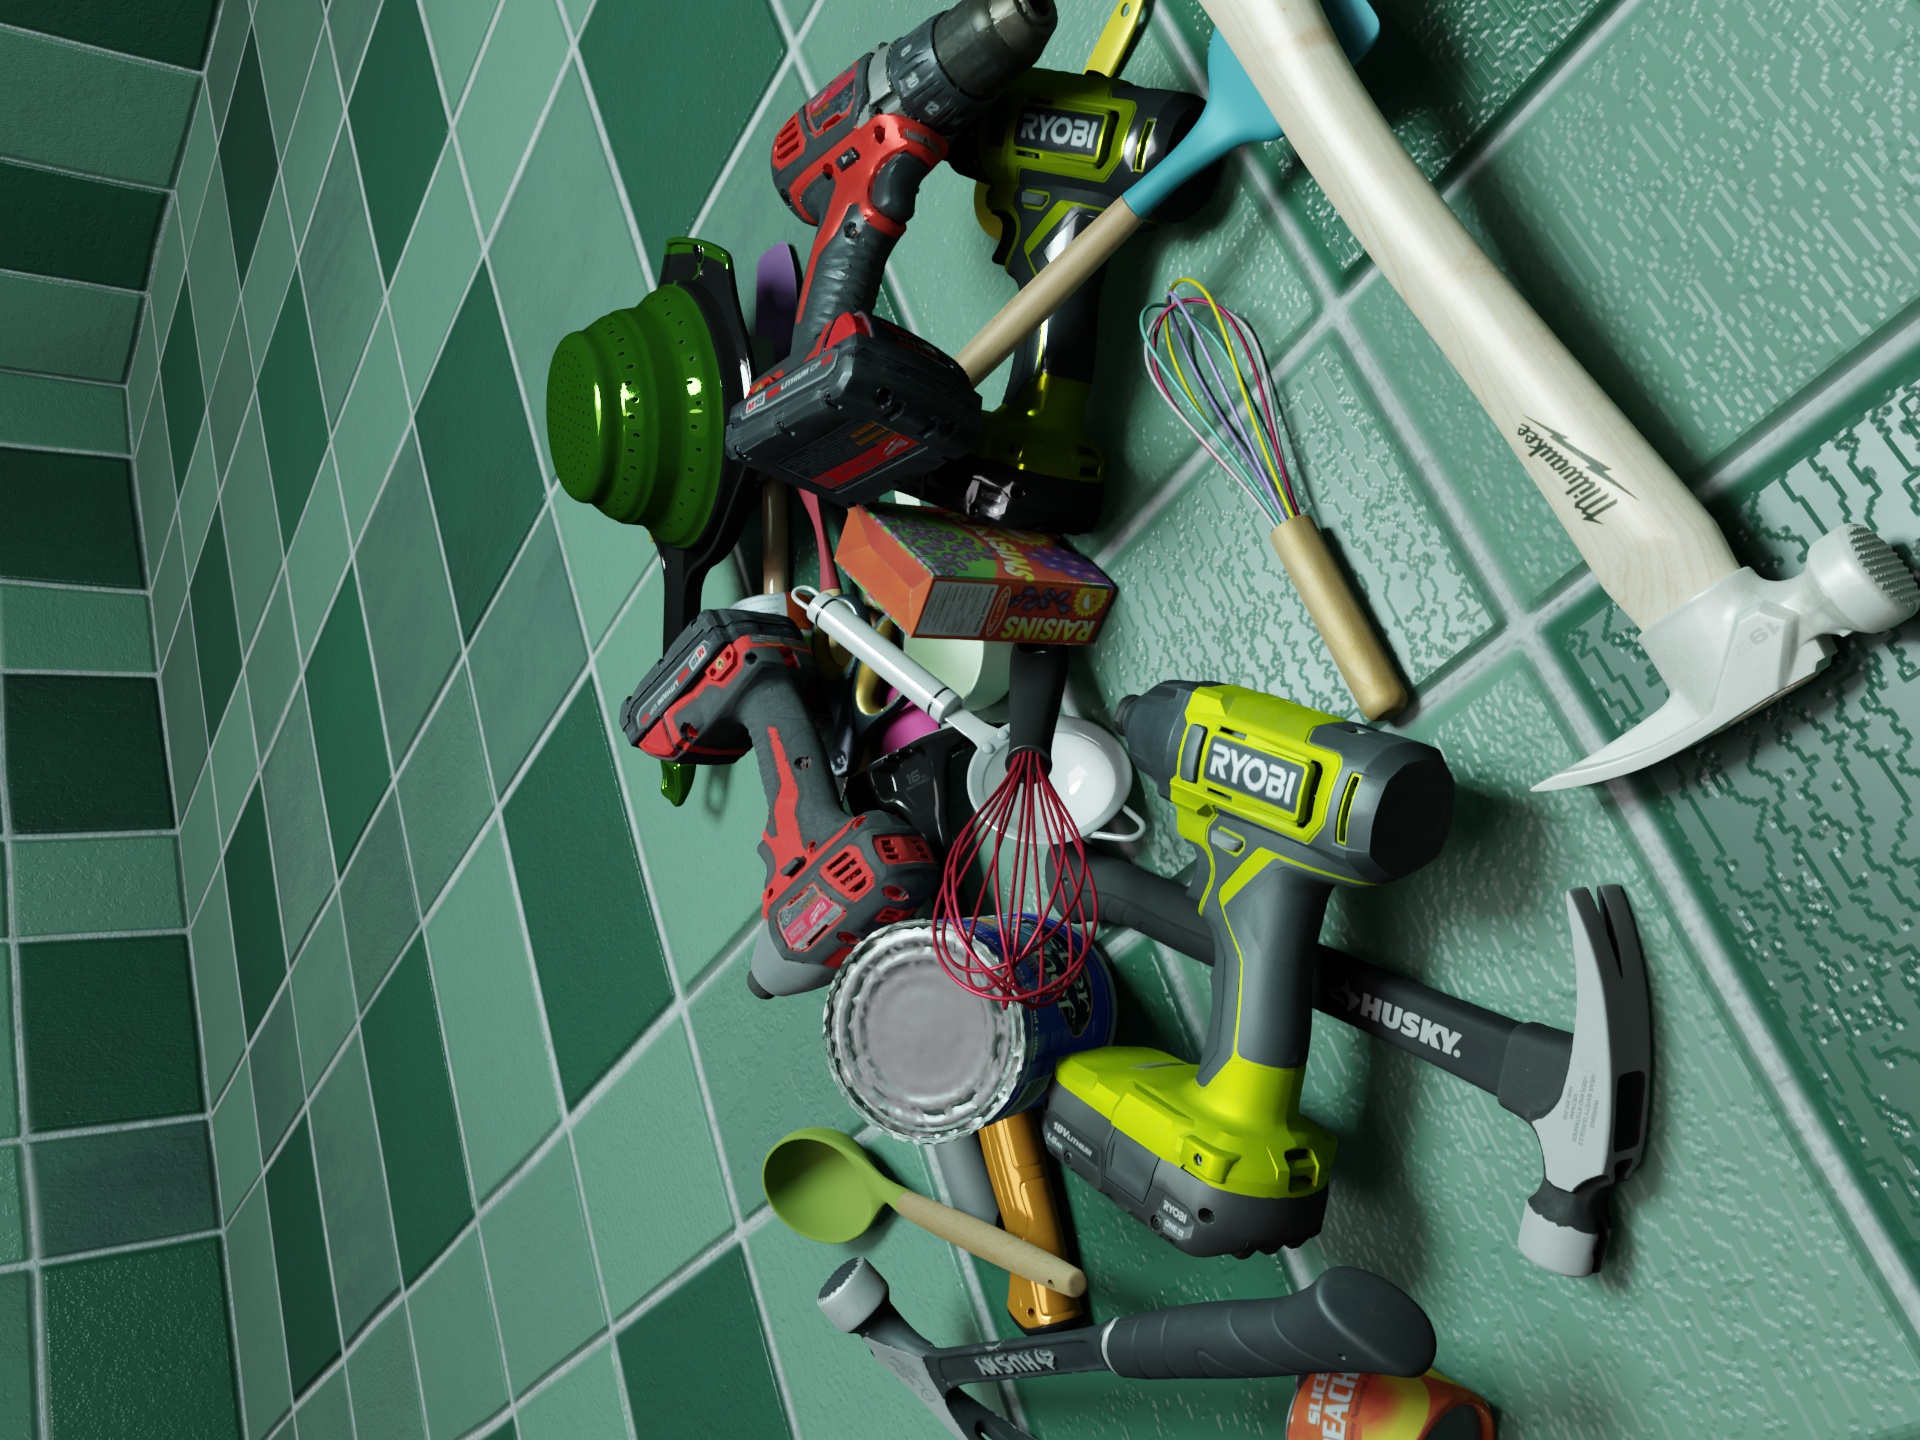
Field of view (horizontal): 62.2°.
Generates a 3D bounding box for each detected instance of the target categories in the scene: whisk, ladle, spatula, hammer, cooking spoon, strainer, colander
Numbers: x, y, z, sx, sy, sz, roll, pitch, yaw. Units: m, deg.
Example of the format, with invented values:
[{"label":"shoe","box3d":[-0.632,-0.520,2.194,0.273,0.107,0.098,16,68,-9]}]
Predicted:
[{"label":"whisk","box3d":[0.032,0.033,0.762,0.296,0.073,0.073,-81,17,-56]},{"label":"ladle","box3d":[-0.078,-0.058,1.030,0.069,0.031,0.315,107,154,-82]},{"label":"whisk","box3d":[-0.022,0.201,0.938,0.055,0.055,0.239,-45,59,42]},{"label":"spatula","box3d":[-0.129,-0.179,1.112,0.060,0.018,0.316,-6,83,55]},{"label":"hammer","box3d":[0.018,0.168,0.891,0.127,0.034,0.337,-28,69,41]},{"label":"ladle","box3d":[-0.028,0.284,0.894,0.320,0.062,0.078,-8,109,62]},{"label":"whisk","box3d":[0.143,-0.108,0.735,0.047,0.051,0.245,-41,60,37]},{"label":"cooking spoon","box3d":[-0.054,-0.082,1.011,0.069,0.017,0.319,-26,70,49]},{"label":"spatula","box3d":[0.056,-0.226,0.746,0.317,0.044,0.082,-41,74,27]},{"label":"strainer","box3d":[-0.001,-0.003,0.865,0.259,0.087,0.050,39,152,24]},{"label":"hammer","box3d":[0.066,0.293,0.729,0.149,0.036,0.409,48,144,-2]},{"label":"colander","box3d":[-0.223,-0.124,1.084,0.205,0.094,0.397,32,122,53]},{"label":"hammer","box3d":[0.153,0.107,0.722,0.335,0.035,0.146,19,105,52]},{"label":"hammer","box3d":[0.181,-0.171,0.624,0.146,0.038,0.411,-45,67,43]}]

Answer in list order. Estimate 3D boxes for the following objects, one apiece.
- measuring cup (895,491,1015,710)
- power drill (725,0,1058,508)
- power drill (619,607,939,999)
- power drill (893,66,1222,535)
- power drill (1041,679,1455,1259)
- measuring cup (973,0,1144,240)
[{"label":"measuring cup","box3d":[-0.006,-0.083,0.935,0.083,0.038,0.168,-38,58,46]},{"label":"power drill","box3d":[-0.030,-0.236,0.773,0.188,0.080,0.227,-17,62,47]},{"label":"power drill","box3d":[-0.112,0.052,0.947,0.143,0.078,0.220,-45,62,28]},{"label":"power drill","box3d":[0.025,-0.227,0.844,0.191,0.080,0.228,25,108,36]},{"label":"power drill","box3d":[0.111,0.098,0.690,0.171,0.080,0.223,23,105,52]},{"label":"measuring cup","box3d":[0.052,-0.331,0.868,0.156,0.029,0.062,-57,47,38]}]
